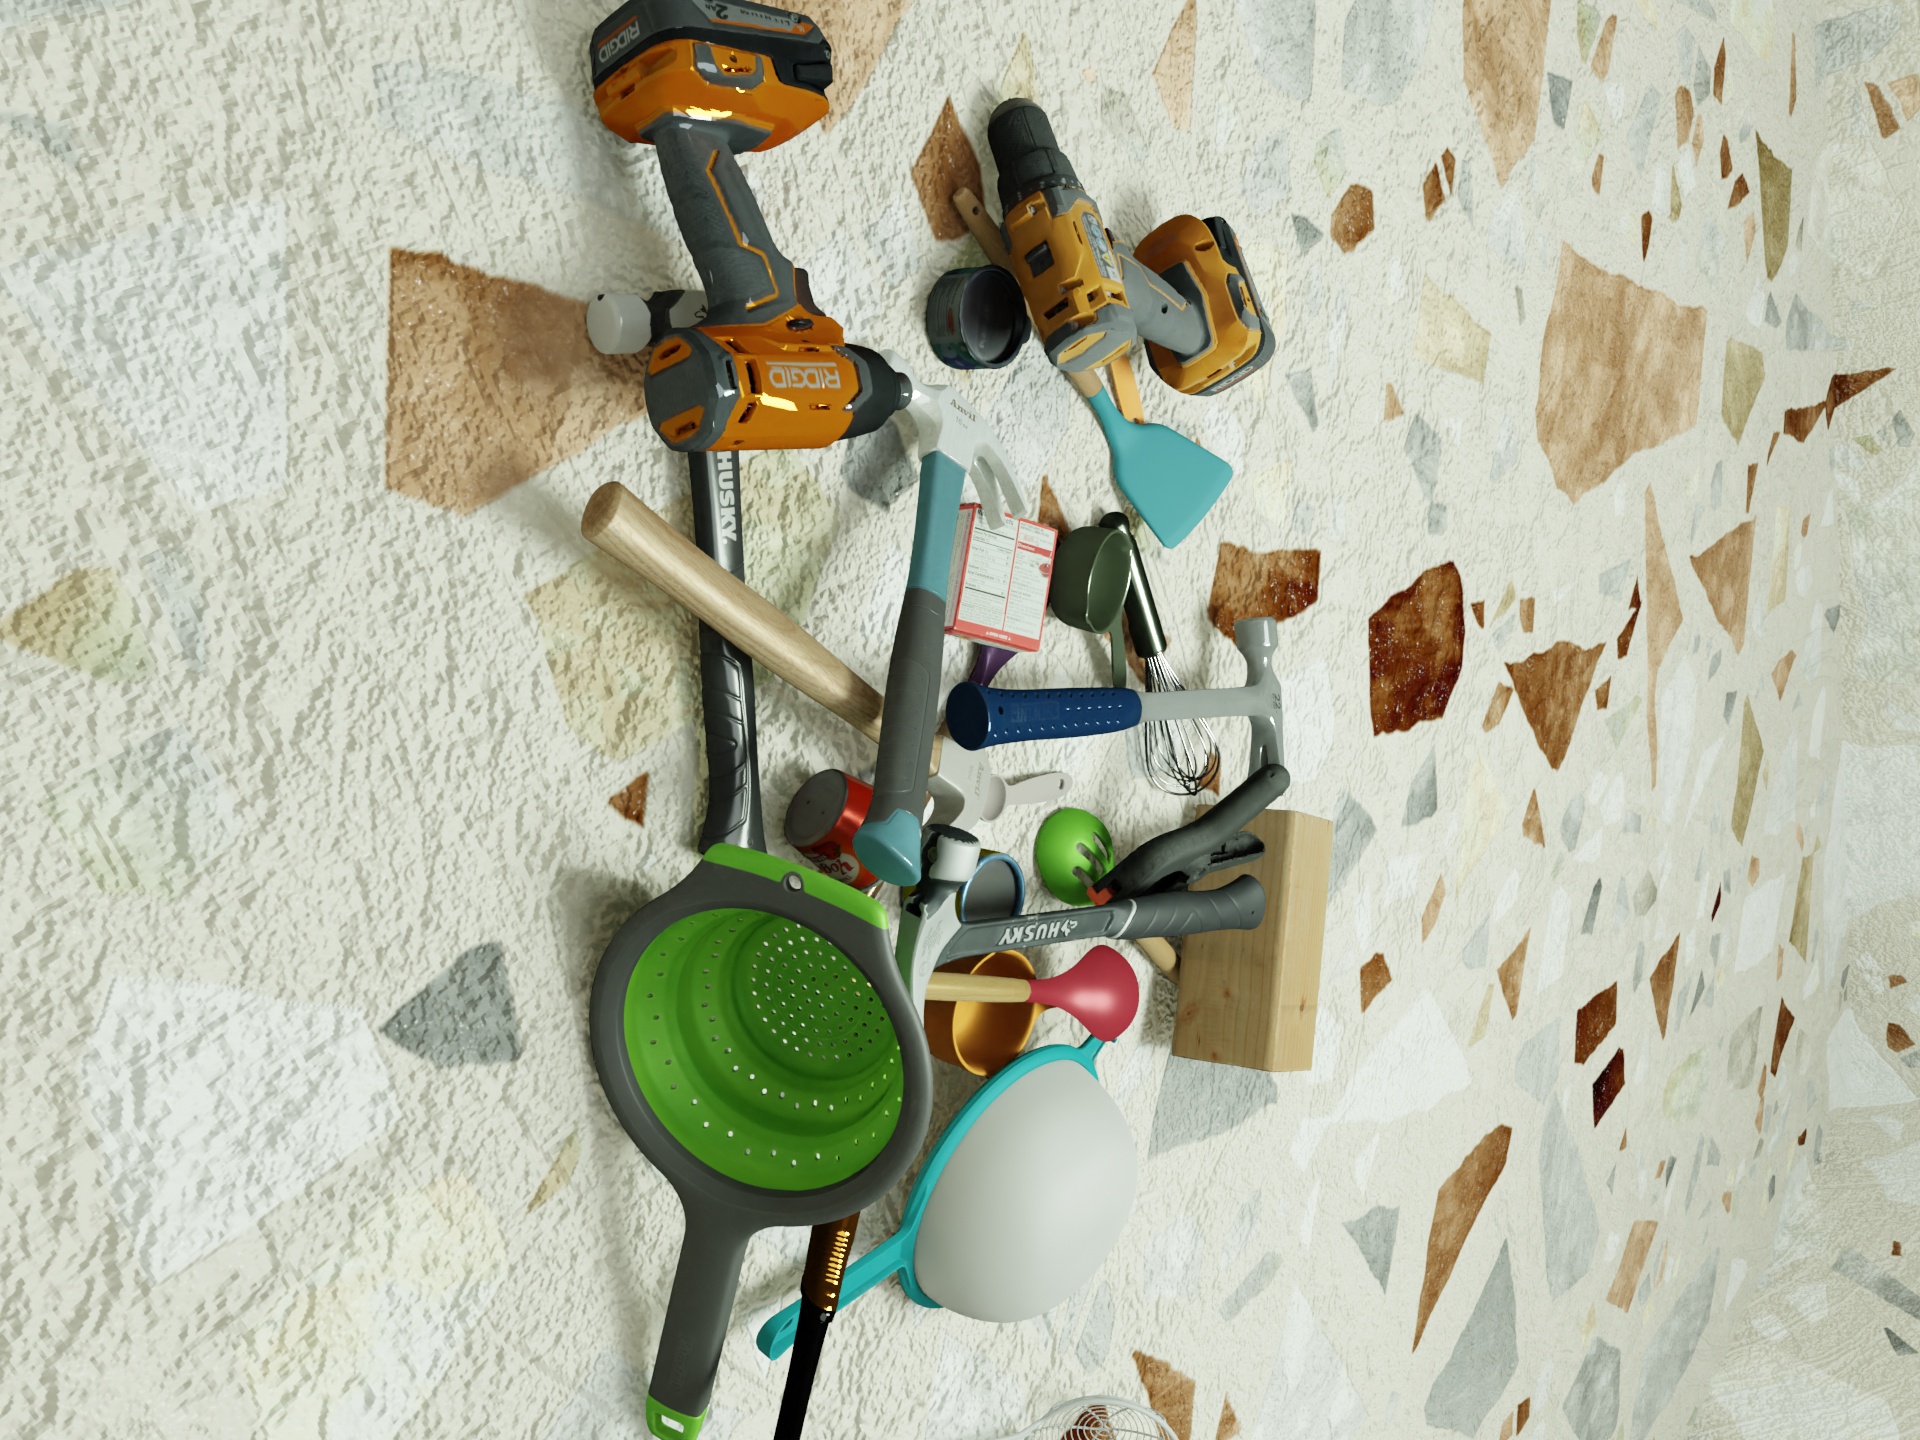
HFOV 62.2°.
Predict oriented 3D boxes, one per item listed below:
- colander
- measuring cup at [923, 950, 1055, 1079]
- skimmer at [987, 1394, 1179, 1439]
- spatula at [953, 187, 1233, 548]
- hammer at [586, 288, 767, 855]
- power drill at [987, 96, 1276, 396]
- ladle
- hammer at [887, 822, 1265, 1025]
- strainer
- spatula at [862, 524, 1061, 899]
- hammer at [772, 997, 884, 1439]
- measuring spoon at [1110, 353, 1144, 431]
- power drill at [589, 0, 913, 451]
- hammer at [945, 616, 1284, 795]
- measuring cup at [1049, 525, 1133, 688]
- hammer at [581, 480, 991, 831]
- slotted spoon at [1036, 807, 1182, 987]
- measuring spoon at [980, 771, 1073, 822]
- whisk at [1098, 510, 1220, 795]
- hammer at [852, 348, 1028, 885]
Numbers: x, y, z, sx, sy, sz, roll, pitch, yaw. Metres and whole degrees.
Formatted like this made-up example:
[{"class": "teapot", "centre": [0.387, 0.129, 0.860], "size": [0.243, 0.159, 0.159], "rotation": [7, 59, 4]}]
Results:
[{"class": "colander", "centre": [-0.118, 0.247, 0.928], "size": [0.094, 0.204, 0.397], "rotation": [-38, 145, -66]}, {"class": "measuring cup", "centre": [0.034, 0.194, 1.134], "size": [0.173, 0.052, 0.095], "rotation": [-5, 100, -49]}, {"class": "skimmer", "centre": [0.023, 0.555, 1.154], "size": [0.363, 0.090, 0.127], "rotation": [16, 116, -45]}, {"class": "spatula", "centre": [0.089, -0.251, 1.120], "size": [0.082, 0.044, 0.317], "rotation": [-50, 130, -7]}, {"class": "hammer", "centre": [-0.133, -0.074, 0.916], "size": [0.146, 0.035, 0.334], "rotation": [-14, 107, -45]}, {"class": "power drill", "centre": [0.110, -0.319, 1.086], "size": [0.226, 0.084, 0.185], "rotation": [-2, 70, -50]}, {"class": "ladle", "centre": [0.023, 0.177, 1.058], "size": [0.315, 0.031, 0.069], "rotation": [12, 71, -44]}, {"class": "hammer", "centre": [0.096, 0.140, 1.073], "size": [0.408, 0.036, 0.149], "rotation": [3, 105, -50]}, {"class": "strainer", "centre": [0.017, 0.356, 1.071], "size": [0.340, 0.095, 0.211], "rotation": [-19, 126, -46]}, {"class": "spatula", "centre": [-0.002, -0.003, 1.083], "size": [0.059, 0.018, 0.316], "rotation": [49, 60, -43]}, {"class": "hammer", "centre": [-0.077, 0.317, 0.945], "size": [0.034, 0.127, 0.337], "rotation": [26, 53, -21]}, {"class": "measuring spoon", "centre": [0.116, -0.258, 1.176], "size": [0.021, 0.011, 0.116], "rotation": [-41, 129, -26]}, {"class": "power drill", "centre": [-0.103, -0.255, 0.847], "size": [0.164, 0.084, 0.226], "rotation": [-11, 90, -46]}, {"class": "hammer", "centre": [0.129, -0.004, 1.126], "size": [0.405, 0.035, 0.144], "rotation": [-4, 87, -52]}, {"class": "measuring cup", "centre": [0.098, -0.072, 1.175], "size": [0.083, 0.038, 0.167], "rotation": [-57, 150, -33]}, {"class": "hammer", "centre": [-0.086, -0.028, 0.907], "size": [0.331, 0.031, 0.130], "rotation": [38, 47, -42]}, {"class": "slotted spoon", "centre": [0.147, 0.169, 1.271], "size": [0.313, 0.031, 0.070], "rotation": [49, 64, -42]}, {"class": "measuring spoon", "centre": [0.043, 0.050, 1.148], "size": [0.124, 0.018, 0.034], "rotation": [-7, 102, -54]}, {"class": "whisk", "centre": [0.148, -0.047, 1.223], "size": [0.058, 0.059, 0.246], "rotation": [-95, 167, -66]}, {"class": "hammer", "centre": [-0.024, -0.061, 0.947], "size": [0.128, 0.033, 0.331], "rotation": [30, 54, -36]}]
